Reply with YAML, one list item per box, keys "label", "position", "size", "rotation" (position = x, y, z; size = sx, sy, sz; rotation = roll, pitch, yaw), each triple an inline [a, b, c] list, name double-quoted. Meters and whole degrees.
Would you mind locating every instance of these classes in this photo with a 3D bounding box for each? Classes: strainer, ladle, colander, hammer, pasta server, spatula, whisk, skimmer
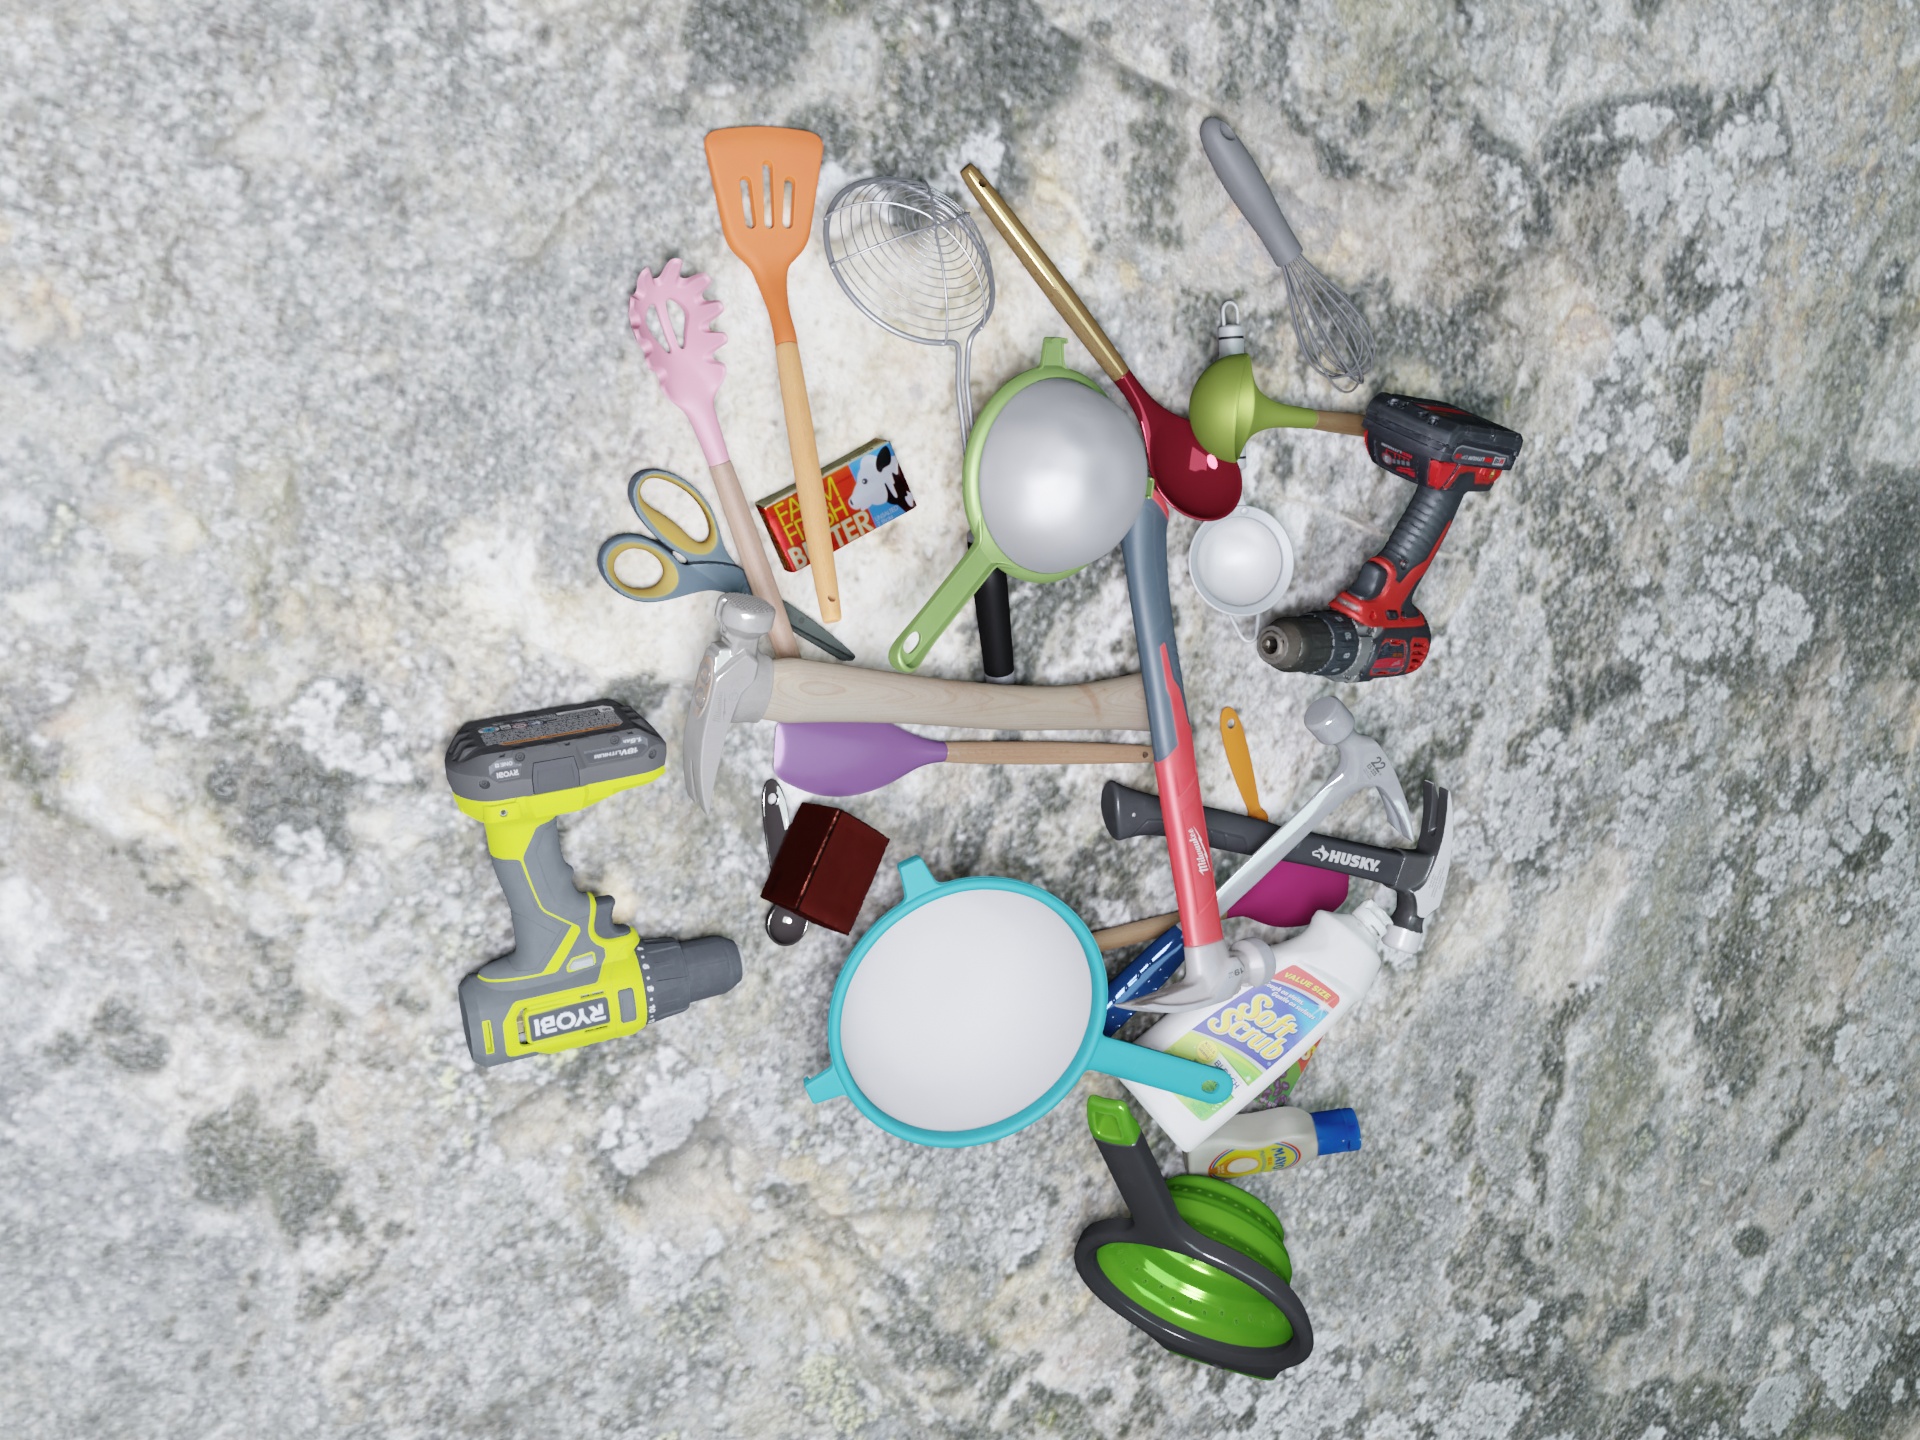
- label: "strainer"
  position: [0.052, 0.224, 1.211]
  size: [0.340, 0.095, 0.211]
  rotation: [20, 98, -22]
- label: "ladle"
  position: [0.296, -0.229, 1.221]
  size: [0.320, 0.062, 0.078]
  rotation: [-2, 102, -36]
- label: "strainer"
  position: [0.047, -0.127, 1.074]
  size: [0.256, 0.069, 0.151]
  rotation: [-52, 127, -18]
- label: "colander"
  position: [0.180, 0.389, 1.277]
  size: [0.094, 0.204, 0.396]
  rotation: [-60, 141, -36]
- label: "strainer"
  position: [0.211, -0.190, 1.223]
  size: [0.087, 0.050, 0.258]
  rotation: [-5, 100, -12]
- label: "hammer"
  position: [0.264, 0.095, 1.309]
  size: [0.334, 0.035, 0.146]
  rotation: [13, 98, -22]
- label: "hammer"
  position: [-0.002, -0.004, 1.139]
  size: [0.410, 0.038, 0.146]
  rotation: [2, 113, -35]
- label: "pasta server"
  position: [-0.148, -0.144, 1.052]
  size: [0.060, 0.040, 0.316]
  rotation: [-24, 108, -20]
- label: "spatula"
  position: [-0.107, -0.223, 1.029]
  size: [0.081, 0.041, 0.323]
  rotation: [-7, 84, -24]
- label: "whisk"
  position: [0.245, -0.348, 1.197]
  size: [0.055, 0.055, 0.238]
  rotation: [-42, 112, -10]
- label: "ladle"
  position: [0.100, -0.268, 1.146]
  size: [0.069, 0.031, 0.315]
  rotation: [-48, 112, -17]
- label: "hammer"
  position: [0.192, 0.167, 1.269]
  size: [0.405, 0.035, 0.144]
  rotation: [-44, 115, 2]
- label: "hammer"
  position: [0.146, 0.020, 1.178]
  size: [0.143, 0.038, 0.386]
  rotation: [-9, 89, -38]
- label: "skimmer"
  position: [-0.014, -0.193, 1.118]
  size: [0.127, 0.090, 0.363]
  rotation: [-33, 128, -37]
- label: "spatula"
  position: [0.011, 0.026, 1.195]
  size: [0.315, 0.018, 0.060]
  rotation: [0, 96, -25]

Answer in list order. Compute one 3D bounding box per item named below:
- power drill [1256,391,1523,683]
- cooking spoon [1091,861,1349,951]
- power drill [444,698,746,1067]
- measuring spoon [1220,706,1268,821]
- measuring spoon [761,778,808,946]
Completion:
- label: "power drill"
  position: [0.324, -0.132, 1.232]
  size: [0.187, 0.080, 0.226]
  rotation: [-4, 120, -42]
- label: "cooking spoon"
  position: [0.196, 0.163, 1.318]
  size: [0.318, 0.017, 0.068]
  rotation: [-10, 107, -24]
- label: "power drill"
  position: [-0.245, 0.109, 1.063]
  size: [0.190, 0.080, 0.228]
  rotation: [-10, 110, -23]
- label: "measuring spoon"
  position: [0.234, 0.041, 1.308]
  size: [0.021, 0.011, 0.116]
  rotation: [-27, 113, -17]
- label: "measuring spoon"
  position: [-0.133, 0.102, 1.151]
  size: [0.034, 0.018, 0.124]
  rotation: [-12, 102, -35]
